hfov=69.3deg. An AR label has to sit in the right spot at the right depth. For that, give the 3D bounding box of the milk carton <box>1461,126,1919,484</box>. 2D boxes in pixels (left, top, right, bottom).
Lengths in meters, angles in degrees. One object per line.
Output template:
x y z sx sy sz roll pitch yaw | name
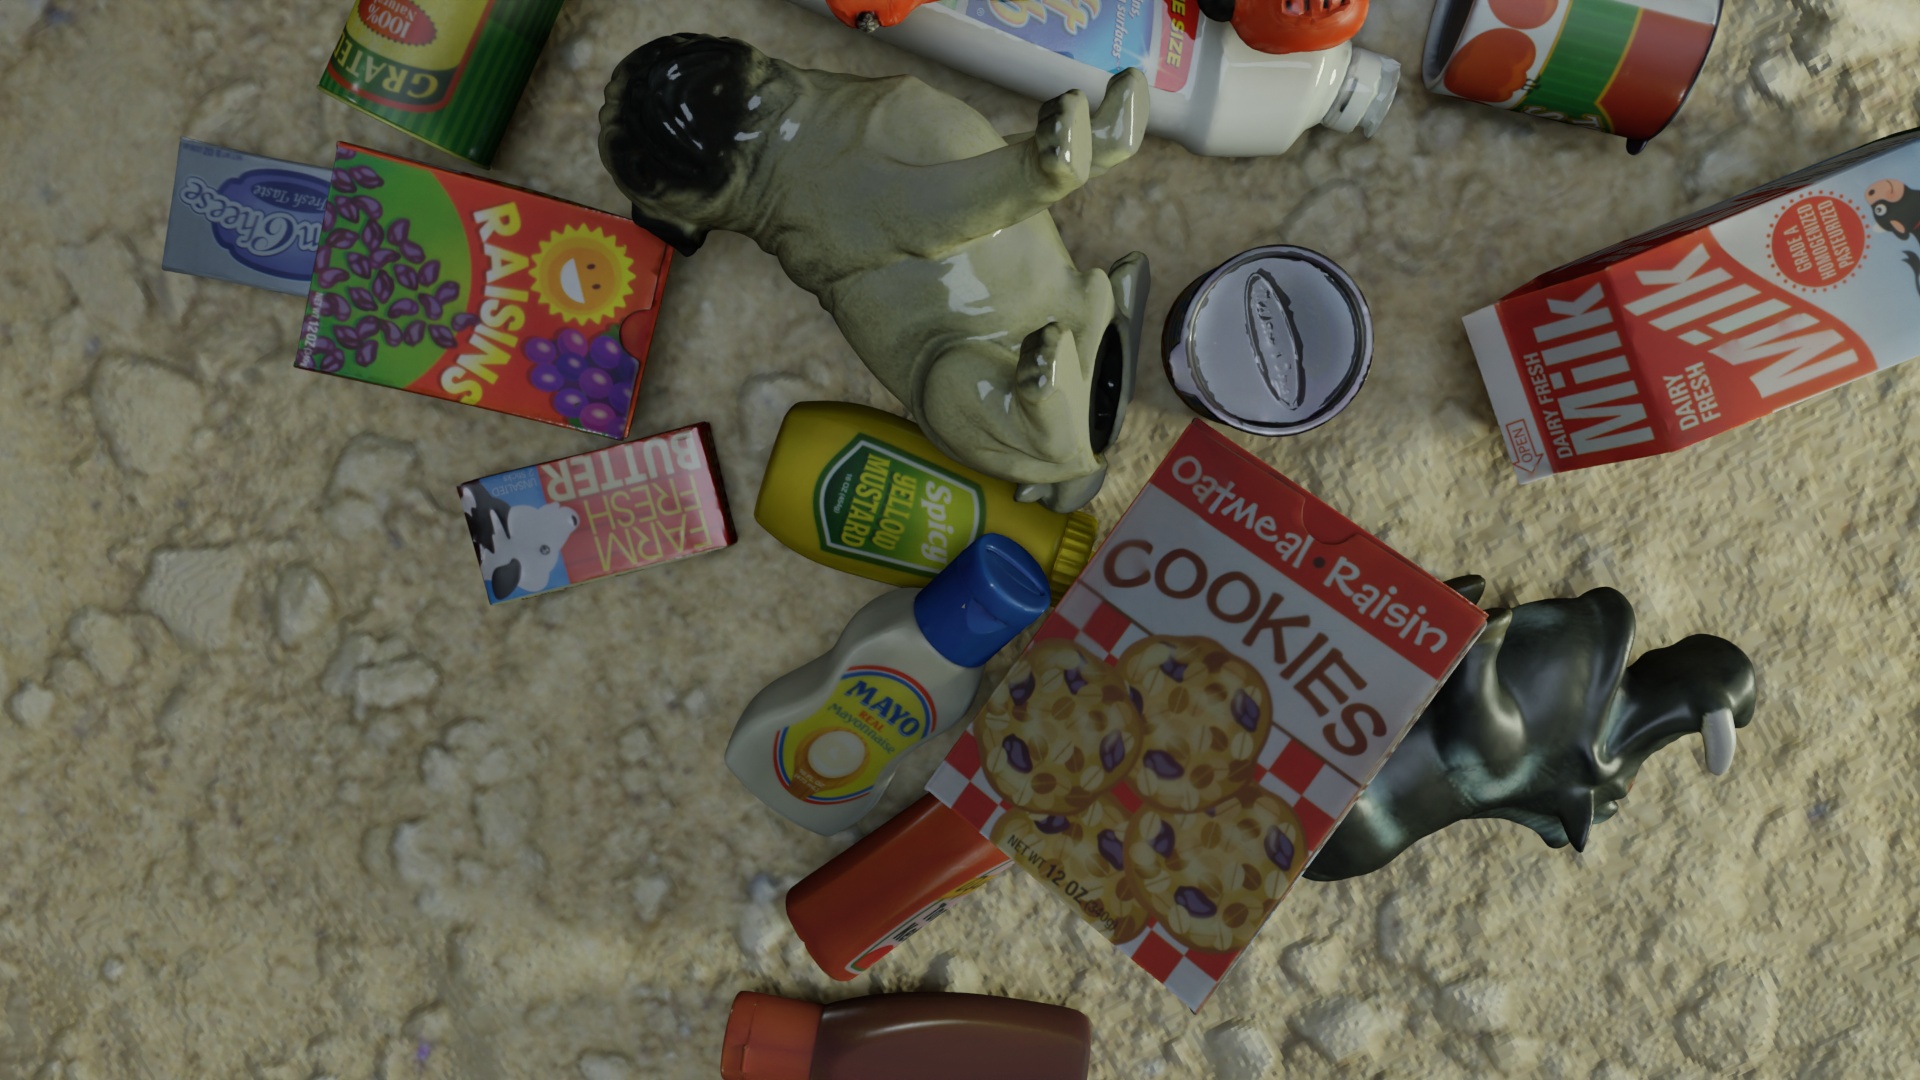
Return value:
0.288 -0.087 0.516 0.190 0.073 0.072 -21 96 5 | milk carton

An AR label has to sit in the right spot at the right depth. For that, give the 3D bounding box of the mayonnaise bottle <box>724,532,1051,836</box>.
-0.027 0.055 0.534 0.064 0.041 0.147 39 121 -13 | mayonnaise bottle

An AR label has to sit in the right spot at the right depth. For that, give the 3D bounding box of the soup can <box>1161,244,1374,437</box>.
0.108 -0.073 0.519 0.071 0.084 0.071 0 97 2 | soup can

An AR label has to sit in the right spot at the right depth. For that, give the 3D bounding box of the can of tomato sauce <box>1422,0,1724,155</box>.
0.222 -0.187 0.512 0.083 0.071 0.071 14 97 1 | can of tomato sauce

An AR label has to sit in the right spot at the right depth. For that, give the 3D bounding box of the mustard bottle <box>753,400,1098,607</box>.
0.002 -0.007 0.548 0.160 0.049 0.065 18 100 0 | mustard bottle

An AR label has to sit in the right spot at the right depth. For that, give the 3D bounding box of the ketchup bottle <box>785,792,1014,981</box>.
0.003 0.117 0.558 0.149 0.064 0.043 -35 78 -3 | ketchup bottle

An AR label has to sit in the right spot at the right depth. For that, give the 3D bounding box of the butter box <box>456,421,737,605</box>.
-0.146 -0.011 0.566 0.103 0.024 0.053 -14 96 4 | butter box

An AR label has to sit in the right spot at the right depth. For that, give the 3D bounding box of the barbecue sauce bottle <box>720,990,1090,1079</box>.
-0.023 0.218 0.578 0.149 0.044 0.064 8 97 2 | barbecue sauce bottle

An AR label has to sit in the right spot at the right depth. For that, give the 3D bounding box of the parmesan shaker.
-0.192 -0.203 0.525 0.071 0.071 0.103 26 97 -1 | parmesan shaker

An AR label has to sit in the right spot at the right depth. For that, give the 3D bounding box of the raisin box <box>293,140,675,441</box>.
-0.180 -0.094 0.535 0.123 0.040 0.086 13 96 -16 | raisin box

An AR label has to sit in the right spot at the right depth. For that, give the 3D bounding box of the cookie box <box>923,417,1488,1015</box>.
0.086 0.060 0.497 0.123 0.040 0.167 37 92 19 | cookie box

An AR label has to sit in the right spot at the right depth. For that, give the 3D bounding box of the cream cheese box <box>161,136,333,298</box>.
-0.263 -0.125 0.557 0.104 0.024 0.053 12 98 1 | cream cheese box
